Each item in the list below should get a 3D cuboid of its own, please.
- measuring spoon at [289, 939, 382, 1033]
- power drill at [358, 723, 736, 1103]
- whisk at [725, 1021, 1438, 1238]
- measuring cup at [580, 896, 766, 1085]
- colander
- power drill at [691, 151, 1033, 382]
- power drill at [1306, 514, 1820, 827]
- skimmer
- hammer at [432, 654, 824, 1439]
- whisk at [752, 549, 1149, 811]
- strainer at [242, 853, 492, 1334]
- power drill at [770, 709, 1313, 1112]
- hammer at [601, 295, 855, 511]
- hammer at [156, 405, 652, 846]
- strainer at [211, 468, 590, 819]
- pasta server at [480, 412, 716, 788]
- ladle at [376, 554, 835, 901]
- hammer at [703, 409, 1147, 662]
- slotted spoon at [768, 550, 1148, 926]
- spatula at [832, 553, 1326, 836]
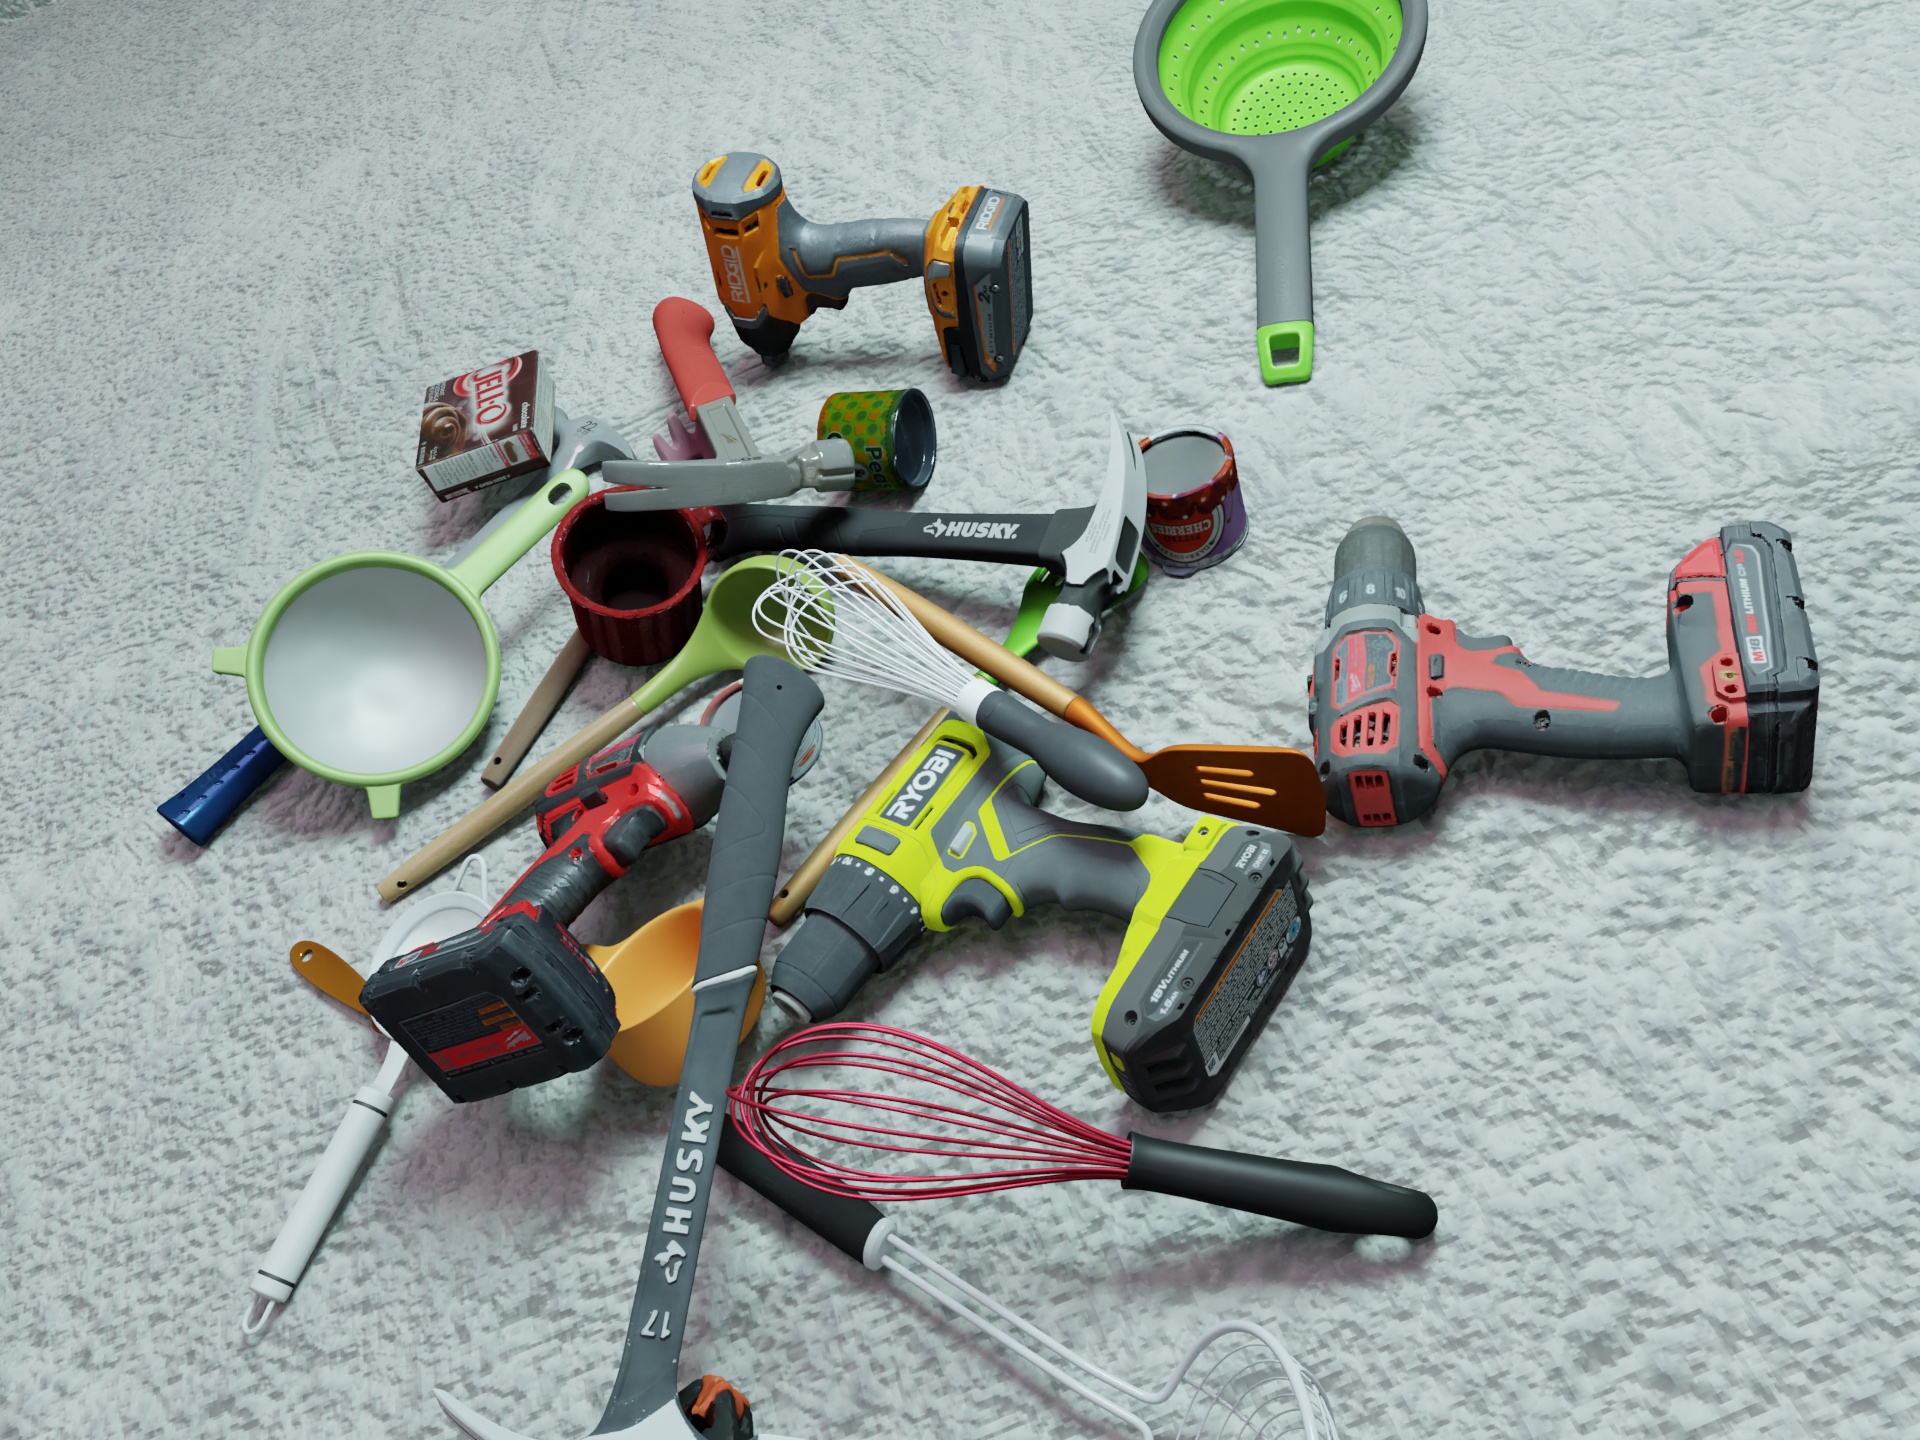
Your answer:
[{"bbox_3d":[-0.350,0.152,0.908,0.117,0.011,0.021,21,62,38],"label":"measuring spoon"},{"bbox_3d":[-0.191,0.082,0.814,0.143,0.078,0.220,-21,25,31],"label":"power drill"},{"bbox_3d":[0.049,0.176,0.653,0.296,0.073,0.073,10,52,1],"label":"whisk"},{"bbox_3d":[-0.167,0.142,0.827,0.174,0.052,0.095,-6,38,50],"label":"measuring cup"},{"bbox_3d":[0.229,-0.390,1.120,0.204,0.094,0.397,-4,67,17],"label":"colander"},{"bbox_3d":[-0.067,-0.305,1.116,0.226,0.164,0.084,11,54,13],"label":"power drill"},{"bbox_3d":[0.287,-0.038,0.789,0.227,0.080,0.188,-5,49,21],"label":"power drill"},{"bbox_3d":[-0.005,0.242,0.641,0.363,0.090,0.127,21,92,36],"label":"skimmer"},{"bbox_3d":[-0.115,0.136,0.719,0.149,0.036,0.409,9,53,-5],"label":"hammer"},{"bbox_3d":[-0.012,-0.020,0.815,0.070,0.070,0.285,-43,48,-18],"label":"whisk"},{"bbox_3d":[-0.303,0.193,0.833,0.087,0.050,0.259,9,60,26],"label":"strainer"},{"bbox_3d":[0.032,0.095,0.767,0.229,0.080,0.190,19,58,36],"label":"power drill"},{"bbox_3d":[-0.183,-0.224,1.081,0.149,0.036,0.359,-7,31,-15],"label":"hammer"},{"bbox_3d":[-0.378,-0.073,1.095,0.144,0.035,0.405,22,61,34],"label":"hammer"},{"bbox_3d":[-0.334,-0.065,1.026,0.151,0.069,0.256,42,72,0],"label":"strainer"},{"bbox_3d":[-0.231,-0.088,1.051,0.060,0.040,0.316,15,58,18],"label":"pasta server"},{"bbox_3d":[-0.212,0.010,0.948,0.320,0.078,0.062,-37,24,-6],"label":"ladle"},{"bbox_3d":[-0.037,-0.119,0.971,0.335,0.035,0.146,8,67,38],"label":"hammer"},{"bbox_3d":[-0.001,-0.003,0.898,0.070,0.031,0.314,23,63,42],"label":"slotted spoon"},{"bbox_3d":[0.048,-0.023,0.842,0.323,0.080,0.041,34,72,33],"label":"spatula"}]
